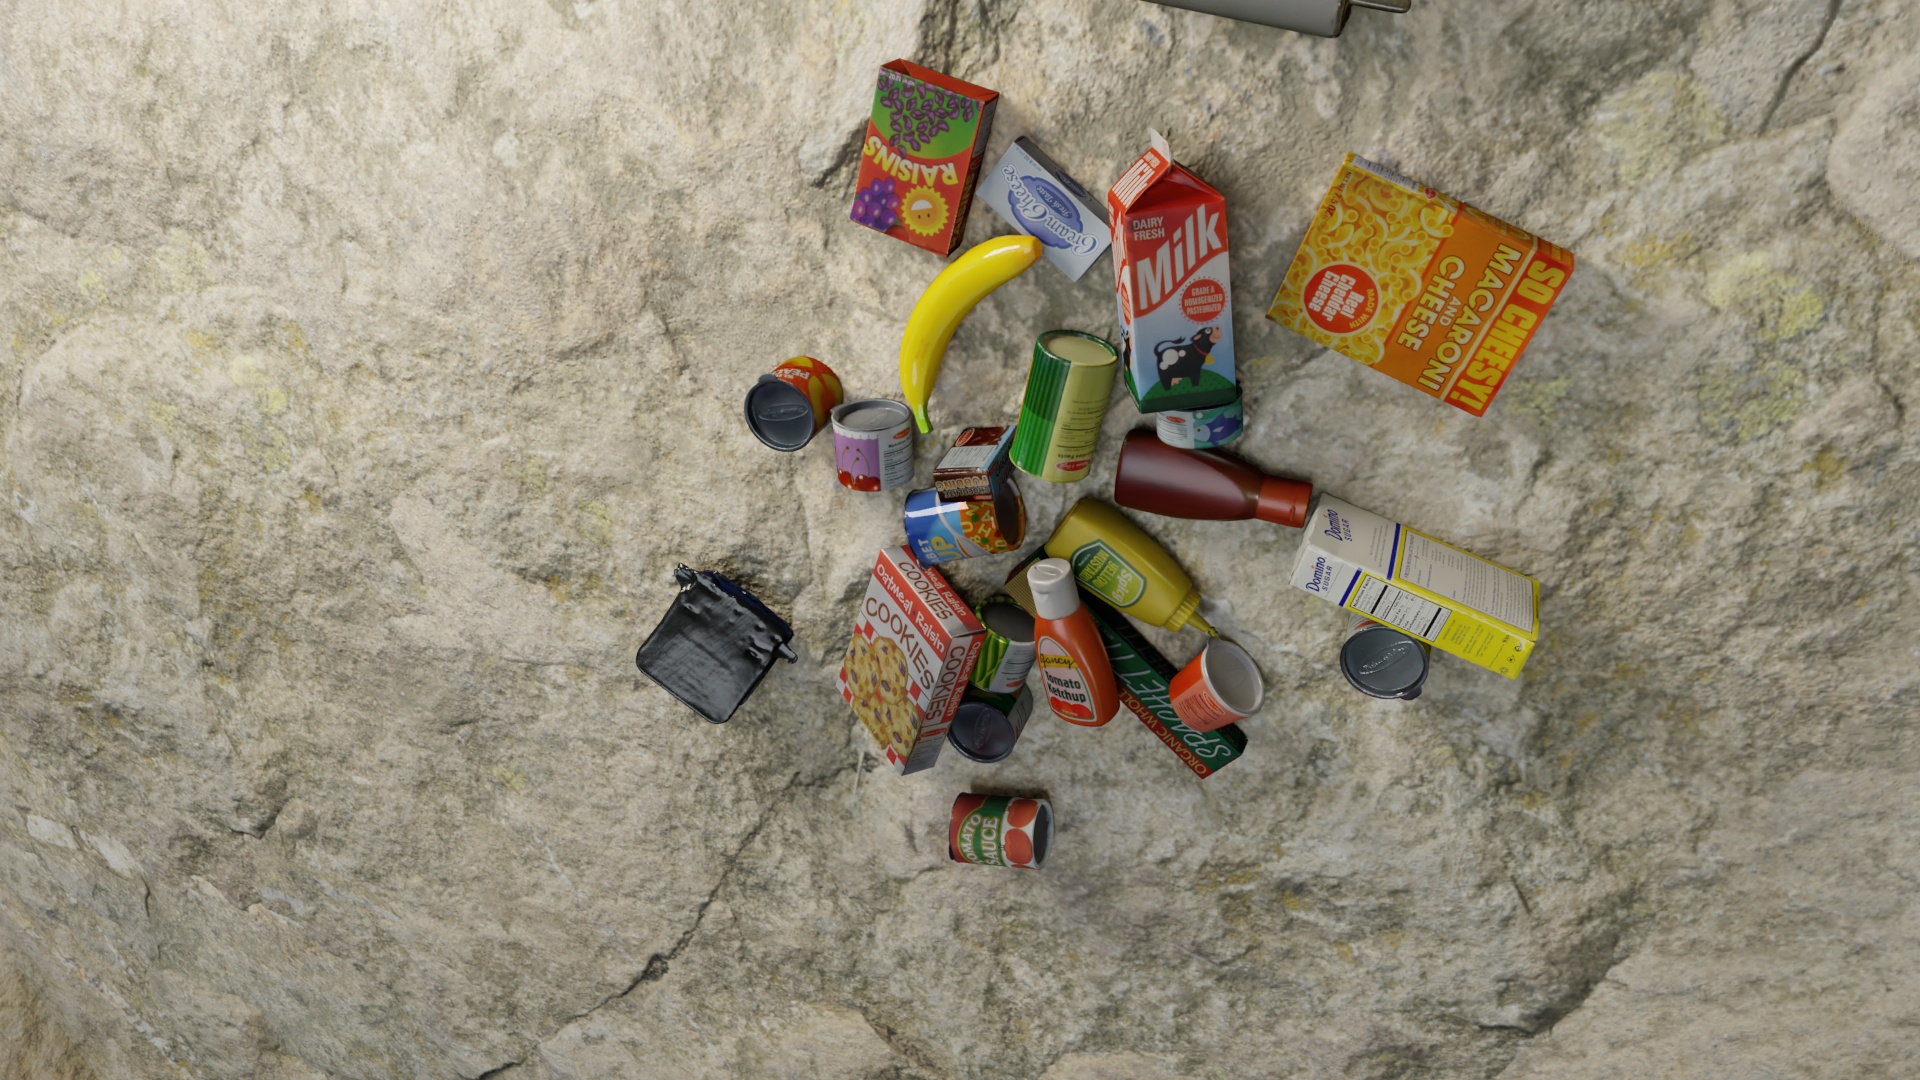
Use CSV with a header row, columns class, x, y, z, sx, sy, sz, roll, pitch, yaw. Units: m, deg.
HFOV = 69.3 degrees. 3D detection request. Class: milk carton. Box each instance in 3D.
class,x,y,z,sx,sy,sz,roll,pitch,yaw
milk carton,0.150,-0.194,0.993,0.073,0.072,0.189,-9,115,0

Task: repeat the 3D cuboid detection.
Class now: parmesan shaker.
class,x,y,z,sx,sy,sz,roll,pitch,yaw
parmesan shaker,0.083,-0.106,1.087,0.071,0.072,0.102,19,121,12

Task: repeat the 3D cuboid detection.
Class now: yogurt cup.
class,x,y,z,sx,sy,sz,roll,pitch,yaw
yogurt cup,0.212,0.125,1.159,0.072,0.073,0.053,44,132,-5

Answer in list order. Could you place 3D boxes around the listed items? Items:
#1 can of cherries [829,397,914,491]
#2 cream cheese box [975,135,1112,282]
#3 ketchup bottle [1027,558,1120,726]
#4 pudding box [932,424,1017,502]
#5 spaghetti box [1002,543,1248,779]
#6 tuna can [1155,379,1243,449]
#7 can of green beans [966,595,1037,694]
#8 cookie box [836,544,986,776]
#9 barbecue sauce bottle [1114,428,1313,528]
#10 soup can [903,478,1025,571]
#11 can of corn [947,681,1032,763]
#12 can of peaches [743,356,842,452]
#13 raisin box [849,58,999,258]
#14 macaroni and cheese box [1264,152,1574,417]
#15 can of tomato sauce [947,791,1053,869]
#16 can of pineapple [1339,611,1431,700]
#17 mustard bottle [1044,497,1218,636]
class,x,y,z,sx,sy,sz,roll,pitch,yaw
can of cherries,-0.074,-0.081,1.163,0.071,0.072,0.058,8,121,18
cream cheese box,0.067,-0.247,1.039,0.104,0.024,0.053,41,125,-3
ketchup bottle,0.090,0.084,1.154,0.065,0.044,0.148,12,130,40
pudding box,0.016,-0.063,1.125,0.049,0.084,0.030,-2,119,23
spaghetti box,0.143,0.106,1.197,0.250,0.029,0.050,44,125,-4
tuna can,0.182,-0.097,1.050,0.071,0.071,0.032,3,119,21
can of green beans,0.035,0.090,1.209,0.071,0.071,0.057,26,123,7
cookie box,-0.046,0.105,1.231,0.123,0.040,0.166,49,133,37
barbecue sauce bottle,0.197,-0.043,1.085,0.148,0.044,0.064,14,121,14
soup can,0.004,-0.015,1.163,0.083,0.072,0.071,-10,113,26
can of corn,0.024,0.157,1.255,0.071,0.058,0.070,10,120,17
can of peaches,-0.141,-0.118,1.174,0.071,0.058,0.071,10,120,18
raisin box,-0.028,-0.288,1.047,0.086,0.040,0.122,22,124,9
macaroni and cheese box,0.316,-0.177,0.966,0.166,0.040,0.123,27,123,7
can of tomato sauce,0.038,0.274,1.305,0.083,0.071,0.071,0,117,22
can of pineapple,0.335,0.083,1.088,0.071,0.058,0.070,10,120,17
mustard bottle,0.148,0.032,1.142,0.160,0.049,0.065,36,129,1
